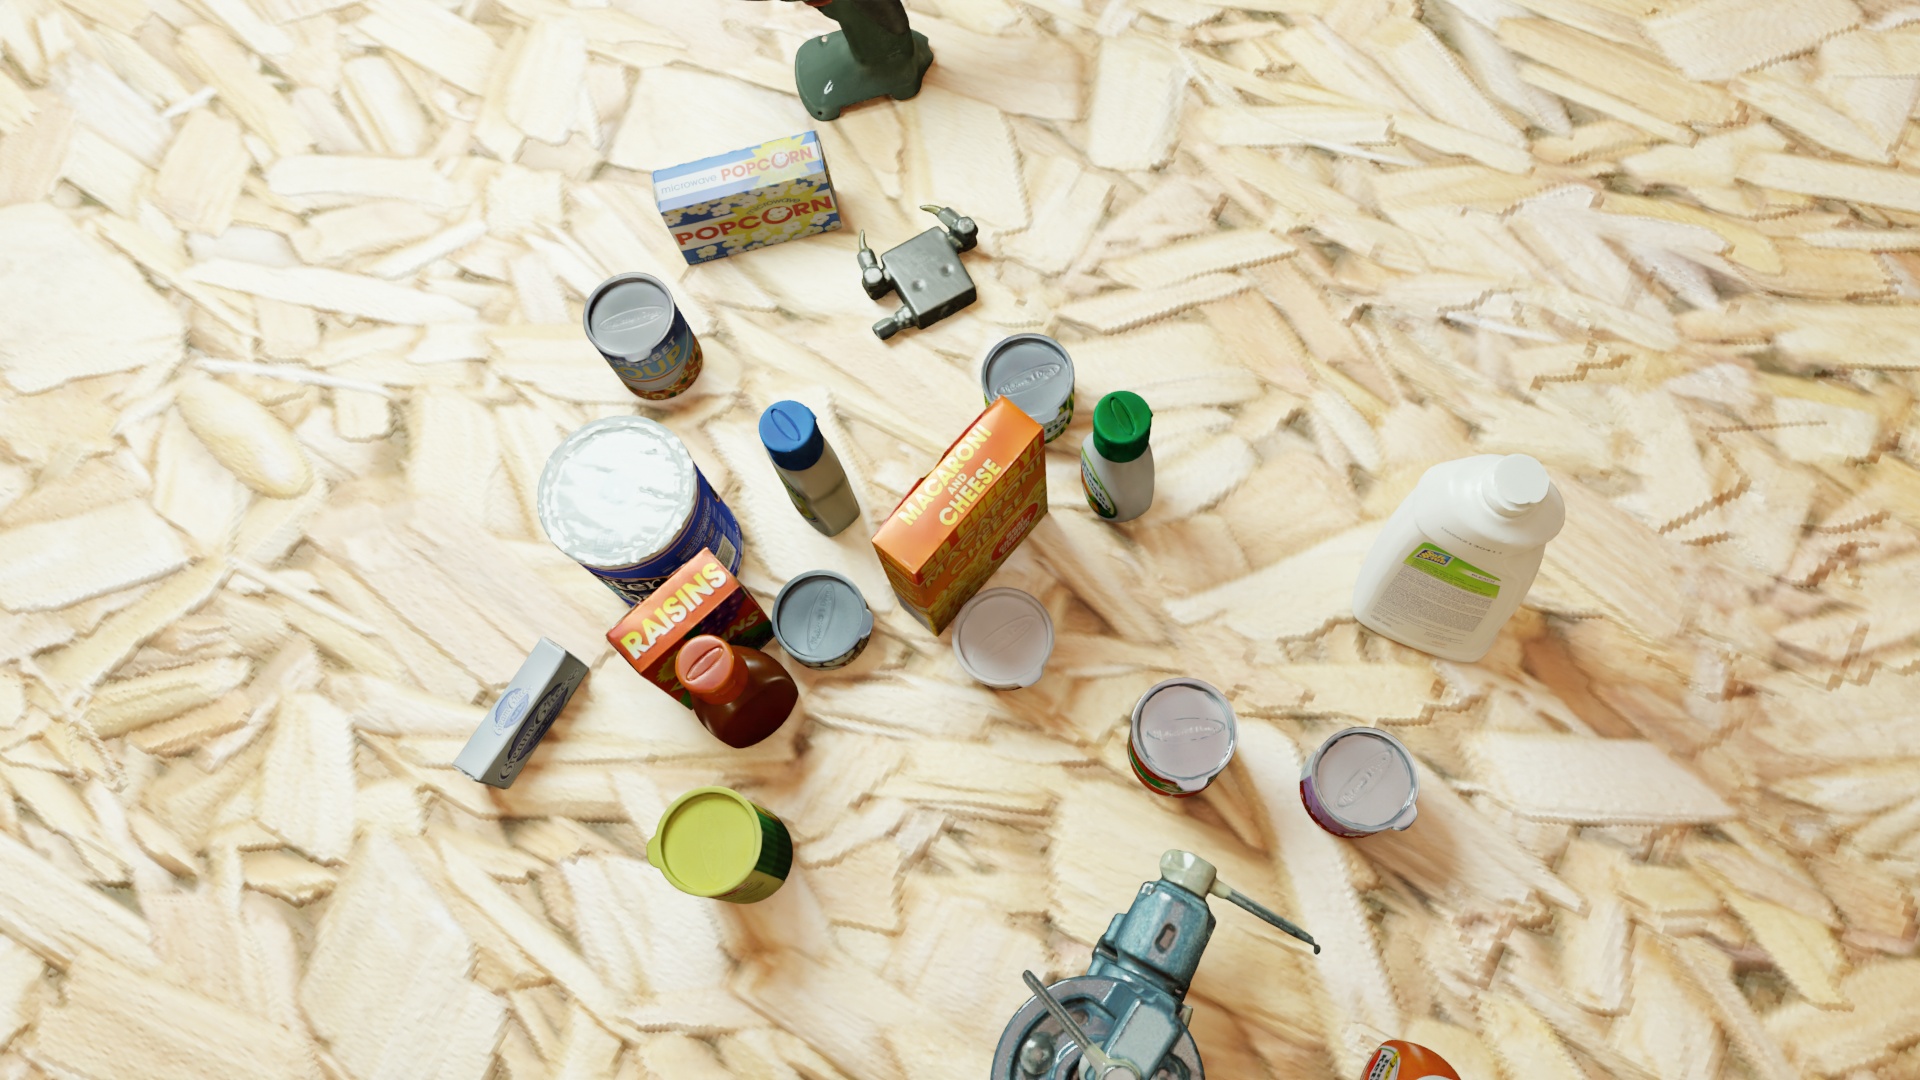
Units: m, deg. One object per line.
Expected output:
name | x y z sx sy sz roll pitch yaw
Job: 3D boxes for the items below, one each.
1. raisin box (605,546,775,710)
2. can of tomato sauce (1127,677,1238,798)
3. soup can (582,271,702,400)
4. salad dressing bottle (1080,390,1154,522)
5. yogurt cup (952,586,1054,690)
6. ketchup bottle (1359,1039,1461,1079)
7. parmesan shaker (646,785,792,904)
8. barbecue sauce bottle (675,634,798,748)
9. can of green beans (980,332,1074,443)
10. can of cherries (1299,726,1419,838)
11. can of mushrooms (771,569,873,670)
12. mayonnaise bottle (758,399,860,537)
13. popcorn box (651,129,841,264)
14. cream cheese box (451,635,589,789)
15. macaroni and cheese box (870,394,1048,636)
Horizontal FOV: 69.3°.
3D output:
raisin box | -0.175 0.061 0.924 0.086 0.123 0.040 -42 74 -9
can of tomato sauce | 0.143 0.131 0.899 0.071 0.083 0.071 -1 73 4
soup can | -0.230 -0.145 1.015 0.071 0.083 0.071 -1 73 4
salad dressing bottle | 0.106 -0.056 0.928 0.044 0.147 0.064 -25 73 -3
yogurt cup | 0.030 0.070 0.942 0.072 0.053 0.072 -1 72 4
ketchup bottle | 0.263 0.323 0.794 0.043 0.148 0.065 20 75 10
parmesan shaker | -0.152 0.197 0.889 0.071 0.103 0.071 -1 73 4
barbecue sauce bottle | -0.147 0.095 0.898 0.065 0.148 0.044 -43 75 -9
can of green beans | 0.049 -0.107 0.995 0.071 0.057 0.071 -1 72 4
can of cherries | 0.257 0.159 0.894 0.071 0.058 0.071 -1 72 4
can of mushrooms | -0.093 0.057 0.966 0.071 0.033 0.071 -1 72 4
mayonnaise bottle | -0.105 -0.051 0.942 0.041 0.147 0.065 -39 74 -8
popcorn box | -0.159 -0.256 1.044 0.127 0.085 0.038 -14 72 0
cream cheese box | -0.299 0.119 0.951 0.024 0.053 0.104 29 77 12
macaroni and cheese box | 0.003 -0.011 0.911 0.040 0.166 0.124 39 79 14
